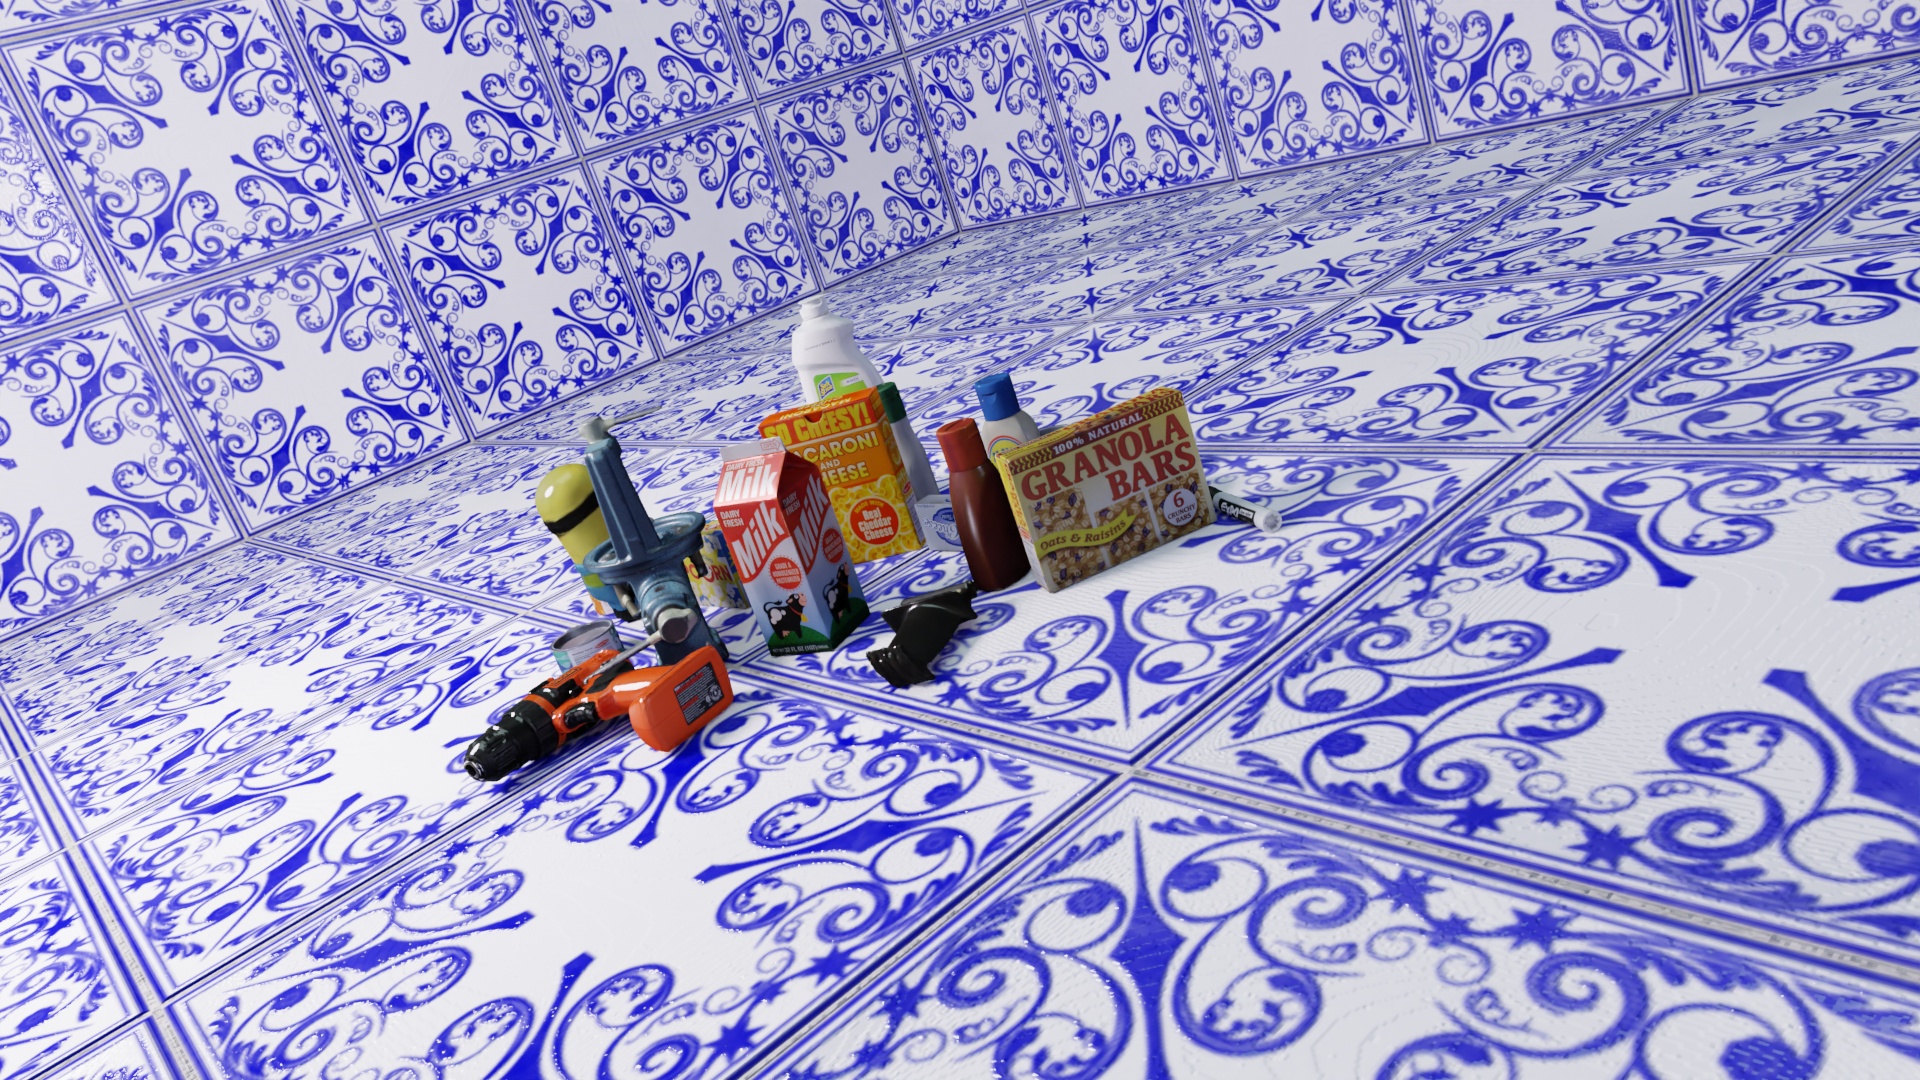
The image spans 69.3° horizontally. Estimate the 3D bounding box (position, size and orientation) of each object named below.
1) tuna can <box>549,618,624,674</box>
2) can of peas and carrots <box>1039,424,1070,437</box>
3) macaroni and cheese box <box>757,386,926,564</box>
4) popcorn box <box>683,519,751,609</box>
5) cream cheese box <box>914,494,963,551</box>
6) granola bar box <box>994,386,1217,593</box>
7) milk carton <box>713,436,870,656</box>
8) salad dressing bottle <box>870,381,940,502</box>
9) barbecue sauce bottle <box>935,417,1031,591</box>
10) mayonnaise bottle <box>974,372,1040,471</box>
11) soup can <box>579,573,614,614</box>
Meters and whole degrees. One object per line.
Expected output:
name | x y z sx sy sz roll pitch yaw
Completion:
tuna can | -0.372 0.107 1.385 0.071 0.032 0.071 -17 18 6
can of peas and carrots | 0.094 -0.081 1.431 0.071 0.058 0.071 -17 18 6
macaroni and cheese box | -0.117 -0.059 1.403 0.123 0.166 0.040 -14 18 16
popcorn box | -0.259 0.023 1.433 0.126 0.085 0.038 1 26 46
cream cheese box | 0.005 -0.017 1.341 0.103 0.053 0.024 1 26 46
granola bar box | 0.125 -0.045 1.189 0.166 0.124 0.039 -23 18 -13
milk carton | -0.153 0.001 1.224 0.072 0.190 0.074 -8 20 30
salad dressing bottle | -0.063 -0.096 1.486 0.044 0.147 0.064 -12 19 21
barbecue sauce bottle | 0.019 -0.033 1.222 0.043 0.148 0.065 -4 23 40
mayonnaise bottle | 0.052 -0.088 1.350 0.064 0.147 0.041 -9 20 28
soup can | -0.389 0.031 1.543 0.071 0.083 0.071 -17 18 6
